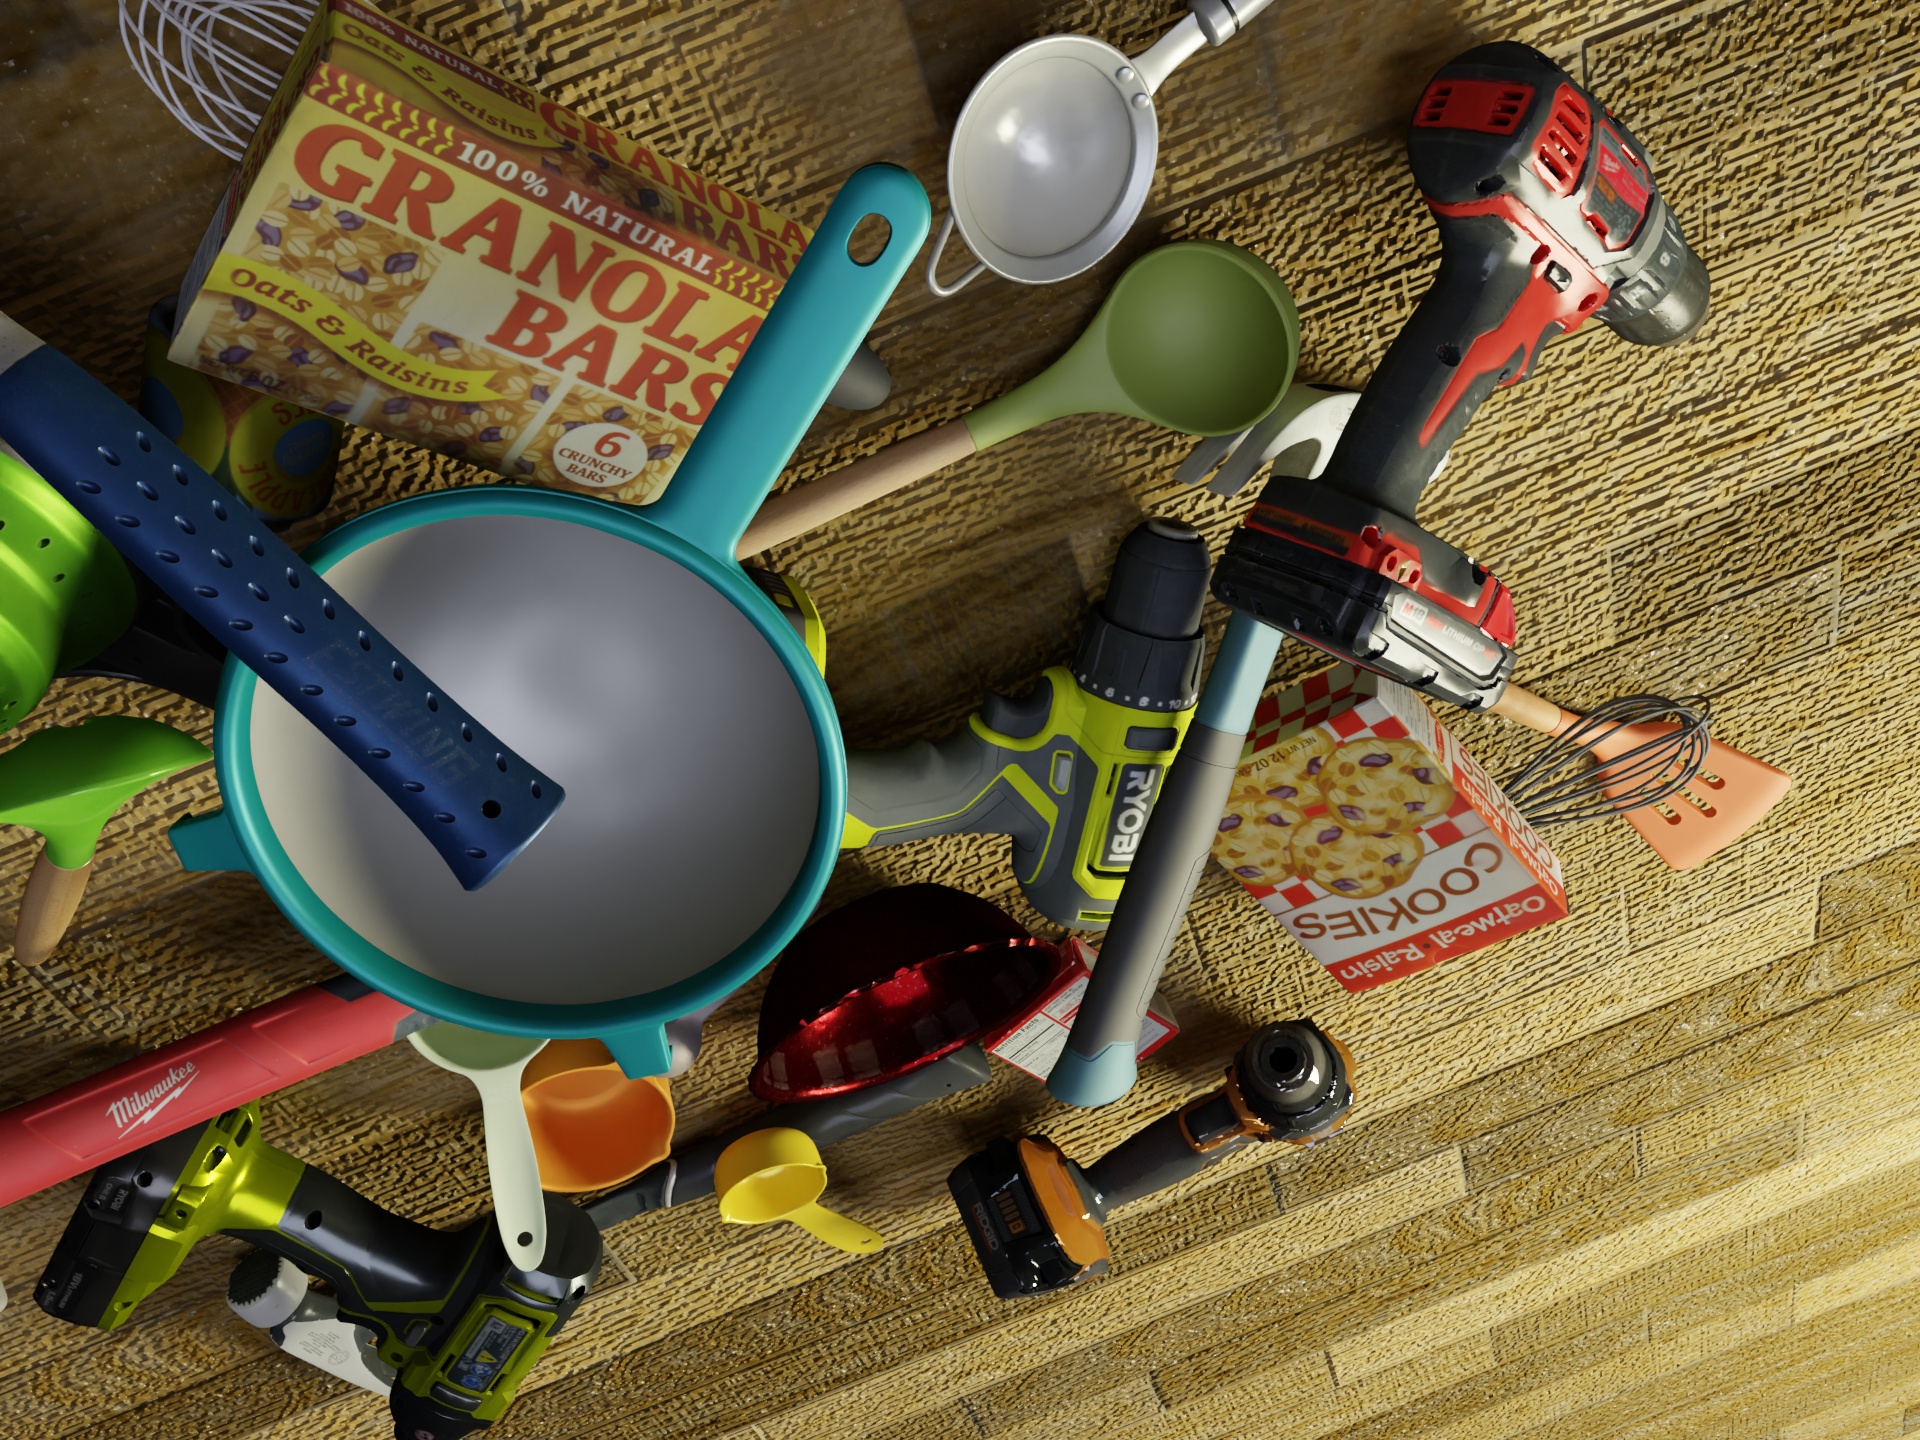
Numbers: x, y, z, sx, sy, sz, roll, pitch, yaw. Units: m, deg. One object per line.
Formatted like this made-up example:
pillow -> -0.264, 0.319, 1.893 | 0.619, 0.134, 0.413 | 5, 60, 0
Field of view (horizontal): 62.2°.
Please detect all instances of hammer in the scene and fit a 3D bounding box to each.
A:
hammer -> -0.262, 0.110, 0.675 | 0.386, 0.038, 0.143 | -22, 91, -20
hammer -> 0.108, 0.015, 0.687 | 0.128, 0.033, 0.331 | 10, 104, -40
hammer -> -0.174, 0.265, 0.869 | 0.409, 0.036, 0.149 | -24, 130, 1
hammer -> -0.267, -0.108, 0.440 | 0.405, 0.035, 0.144 | 47, 62, -16

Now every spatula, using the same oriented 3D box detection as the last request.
spatula -> 0.284, -0.002, 0.801 | 0.322, 0.041, 0.081 | 20, 127, -26

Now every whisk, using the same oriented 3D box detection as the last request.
whisk -> 0.266, 0.049, 0.806 | 0.239, 0.055, 0.055 | -31, 130, 30
whisk -> -0.138, -0.174, 0.545 | 0.284, 0.070, 0.070 | 22, 117, -35

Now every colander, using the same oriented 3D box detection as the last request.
colander -> -0.312, -0.006, 0.554 | 0.204, 0.095, 0.396 | -18, 145, 33

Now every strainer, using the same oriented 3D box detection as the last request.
strainer -> 0.082, -0.244, 0.564 | 0.258, 0.050, 0.086 | -38, 133, 6
strainer -> -0.110, -0.045, 0.552 | 0.211, 0.095, 0.340 | 30, 110, -15

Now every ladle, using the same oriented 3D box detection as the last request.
ladle -> -0.020, -0.100, 0.627 | 0.320, 0.062, 0.078 | -24, 111, 3

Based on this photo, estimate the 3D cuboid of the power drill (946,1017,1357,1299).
power drill -> 0.110, 0.231, 0.863 | 0.226, 0.084, 0.185 | -28, 157, 4

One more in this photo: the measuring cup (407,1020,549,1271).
measuring cup -> -0.213, 0.166, 0.730 | 0.083, 0.038, 0.167 | -9, 91, -20

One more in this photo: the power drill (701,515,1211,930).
power drill -> -0.001, -0.002, 0.693 | 0.228, 0.080, 0.190 | 3, 114, -21

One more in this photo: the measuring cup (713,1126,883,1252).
measuring cup -> -0.082, 0.259, 0.864 | 0.062, 0.029, 0.156 | -30, 142, 6

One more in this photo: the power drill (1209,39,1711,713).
power drill -> 0.212, -0.123, 0.630 | 0.187, 0.080, 0.226 | 18, 97, -43

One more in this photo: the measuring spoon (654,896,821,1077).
measuring spoon -> -0.106, 0.124, 0.738 | 0.124, 0.018, 0.034 | -46, 131, 10

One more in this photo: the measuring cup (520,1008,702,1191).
measuring cup -> -0.165, 0.155, 0.782 | 0.095, 0.052, 0.173 | 27, 110, -31

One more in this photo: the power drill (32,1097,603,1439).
power drill -> -0.309, 0.269, 0.769 | 0.223, 0.080, 0.171 | 29, 115, -15

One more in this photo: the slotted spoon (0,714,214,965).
slotted spoon -> -0.325, 0.053, 0.571 | 0.070, 0.031, 0.314 | -19, 173, -37
